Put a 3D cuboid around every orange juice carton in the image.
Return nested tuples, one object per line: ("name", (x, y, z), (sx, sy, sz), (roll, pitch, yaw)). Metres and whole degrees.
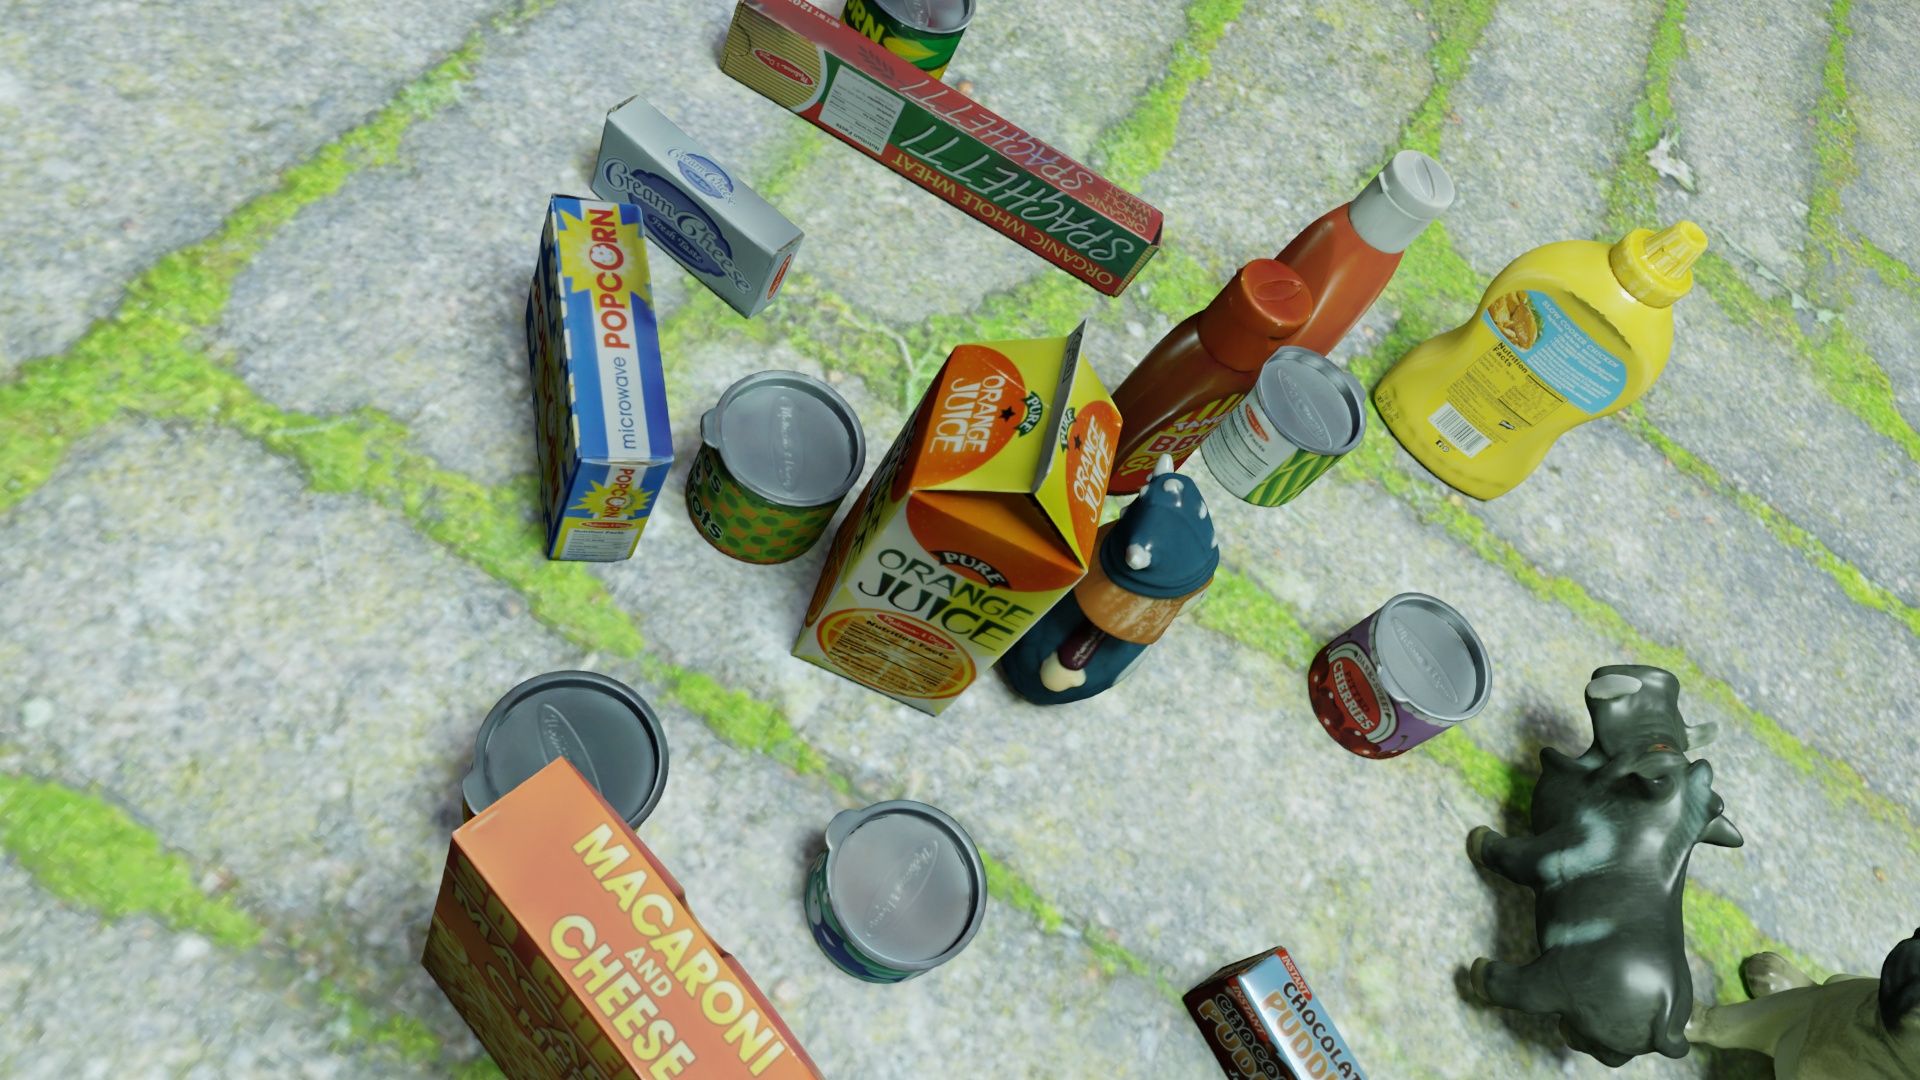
("orange juice carton", (0.002, -0.007, 0.543), (0.073, 0.191, 0.072), (24, 56, -10))

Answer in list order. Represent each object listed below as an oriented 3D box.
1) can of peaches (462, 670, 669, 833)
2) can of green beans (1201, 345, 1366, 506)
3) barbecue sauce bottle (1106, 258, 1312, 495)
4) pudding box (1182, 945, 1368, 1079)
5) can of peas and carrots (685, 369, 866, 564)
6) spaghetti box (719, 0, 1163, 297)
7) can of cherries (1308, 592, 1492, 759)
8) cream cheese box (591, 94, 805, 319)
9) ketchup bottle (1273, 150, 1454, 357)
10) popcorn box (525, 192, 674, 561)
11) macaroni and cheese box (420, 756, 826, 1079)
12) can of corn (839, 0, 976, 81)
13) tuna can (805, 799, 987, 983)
("can of peaches", (-0.147, 0.089, 0.504), (0.071, 0.057, 0.071), (11, 59, -19))
("can of green beans", (0.169, -0.059, 0.730), (0.071, 0.057, 0.071), (11, 59, -19))
("barbecue sauce bottle", (0.109, -0.075, 0.657), (0.065, 0.147, 0.044), (-15, 70, -30))
("pudding box", (0.133, 0.212, 0.566), (0.030, 0.049, 0.084), (-22, 73, -32))
("can of peas and carrots", (-0.083, -0.031, 0.600), (0.071, 0.058, 0.071), (11, 59, -19))
("spaghetti box", (-0.008, -0.212, 0.742), (0.250, 0.050, 0.029), (29, 55, -7))
("can of cherries", (0.211, 0.067, 0.677), (0.071, 0.058, 0.072), (11, 59, -19))
("cream cheese box", (-0.126, -0.156, 0.655), (0.104, 0.053, 0.024), (40, 54, 1))
("ketchup bottle", (0.199, -0.144, 0.736), (0.043, 0.148, 0.065), (8, 60, -20))
("popcorn box", (-0.151, -0.065, 0.573), (0.038, 0.084, 0.127), (-1, 63, -25))
("macaroni and cheese box", (-0.108, 0.147, 0.422), (0.040, 0.165, 0.124), (-36, 81, -35))
("can of corn", (-0.035, -0.284, 0.766), (0.071, 0.058, 0.071), (11, 59, -19))
("tuna can", (-0.028, 0.137, 0.546), (0.071, 0.032, 0.071), (11, 59, -19))
